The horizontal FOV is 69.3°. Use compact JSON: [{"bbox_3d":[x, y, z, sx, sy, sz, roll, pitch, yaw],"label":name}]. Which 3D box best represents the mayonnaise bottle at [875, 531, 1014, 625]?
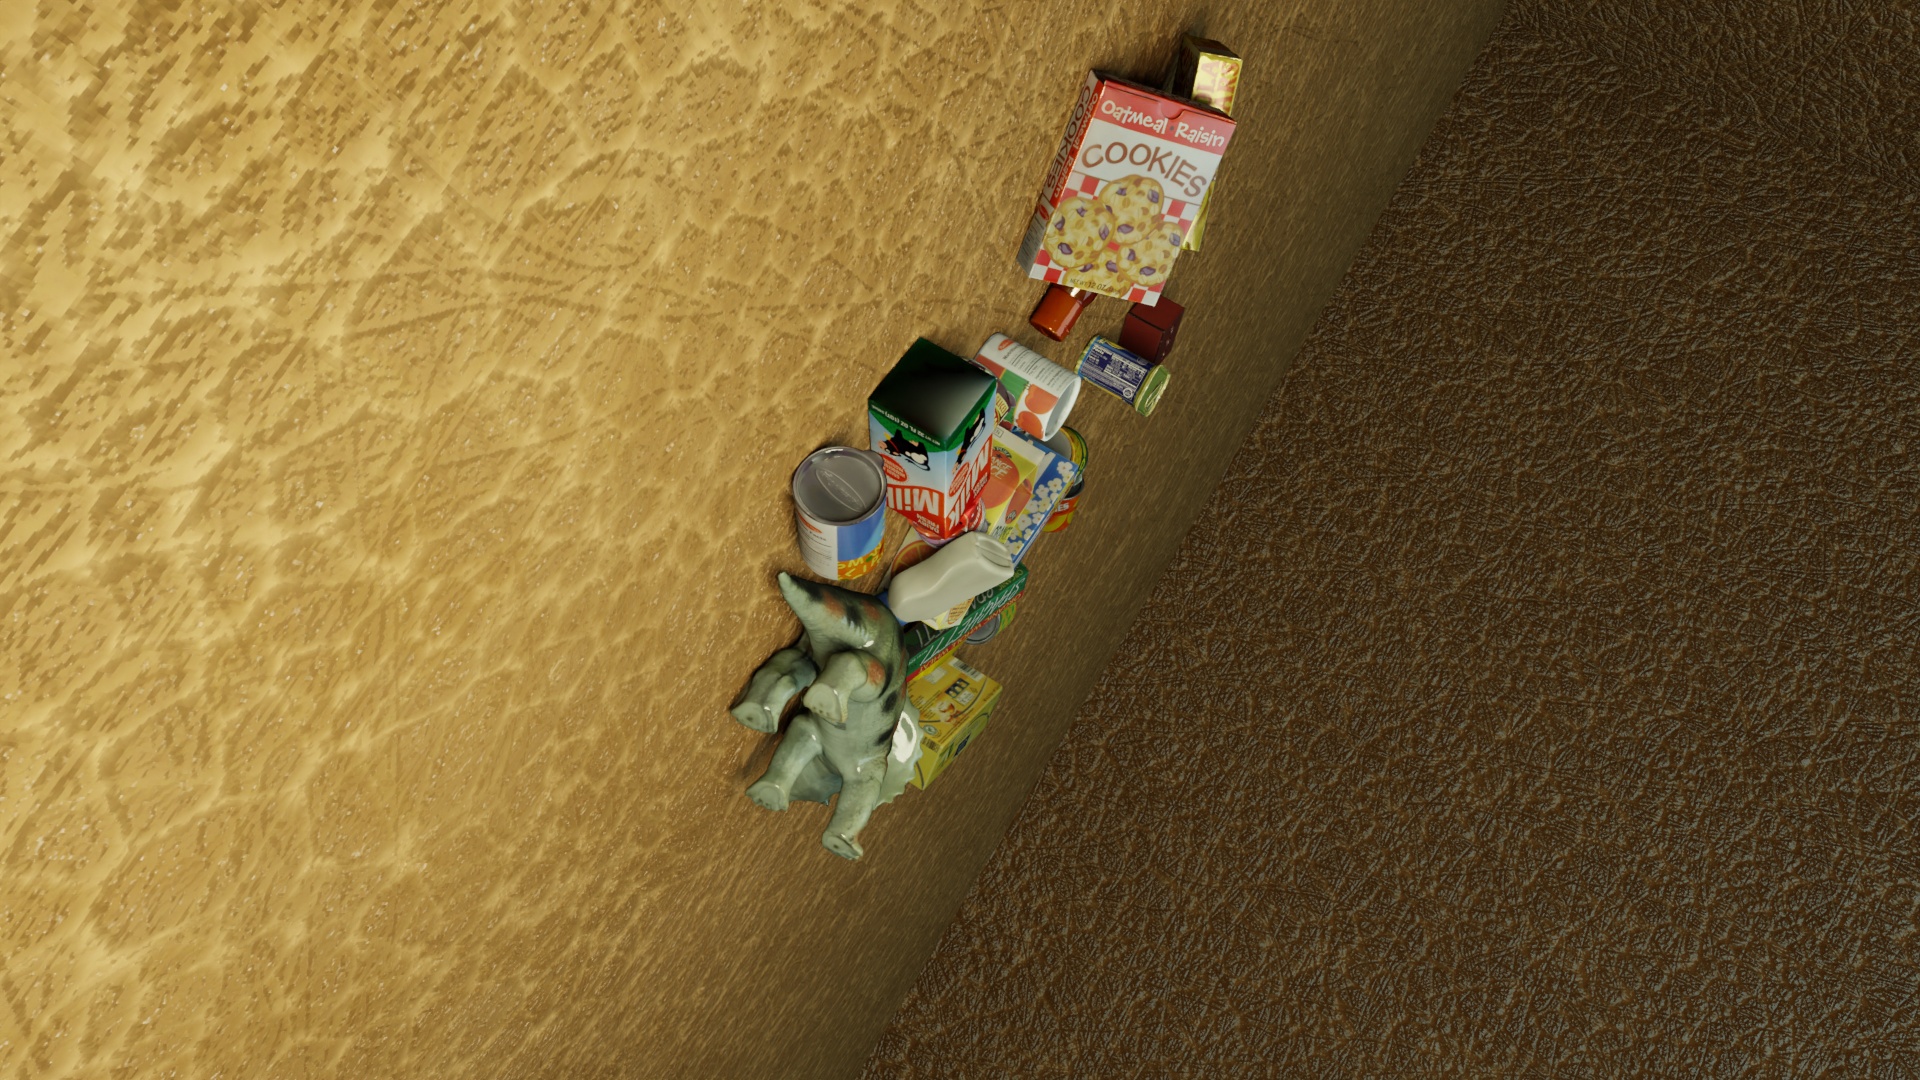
[{"bbox_3d":[-0.027,0.042,1.246,0.147,0.041,0.064,-29,147,28],"label":"mayonnaise bottle"}]

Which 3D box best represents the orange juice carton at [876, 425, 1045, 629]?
[{"bbox_3d":[0.005,-0.016,1.312,0.192,0.072,0.073,-61,166,7],"label":"orange juice carton"}]

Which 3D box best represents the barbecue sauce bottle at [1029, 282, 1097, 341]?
[{"bbox_3d":[0.118,-0.254,1.280,0.148,0.044,0.065,-58,170,-3],"label":"barbecue sauce bottle"}]

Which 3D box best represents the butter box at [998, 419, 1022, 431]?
[{"bbox_3d":[0.067,-0.137,1.381,0.053,0.024,0.104,-63,165,15],"label":"butter box"}]

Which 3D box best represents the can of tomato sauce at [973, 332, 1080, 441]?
[{"bbox_3d":[0.054,-0.133,1.221,0.071,0.083,0.071,-54,164,-22],"label":"can of tomato sauce"}]

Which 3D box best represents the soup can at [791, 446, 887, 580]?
[{"bbox_3d":[-0.084,-0.020,1.007,0.071,0.071,0.083,-52,165,-26],"label":"soup can"}]

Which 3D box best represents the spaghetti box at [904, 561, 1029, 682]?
[{"bbox_3d":[-0.025,0.098,1.420,0.251,0.029,0.050,-35,156,-30],"label":"spaghetti box"}]

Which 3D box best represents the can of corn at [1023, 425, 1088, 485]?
[{"bbox_3d":[0.100,-0.091,1.494,0.071,0.071,0.058,-62,165,9],"label":"can of corn"}]

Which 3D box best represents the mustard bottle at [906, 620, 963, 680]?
[{"bbox_3d":[-0.030,0.105,1.486,0.161,0.049,0.065,-44,159,-45],"label":"mustard bottle"}]

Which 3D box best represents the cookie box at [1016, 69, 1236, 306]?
[{"bbox_3d":[0.134,-0.283,1.129,0.040,0.123,0.166,-114,-141,-51],"label":"cookie box"}]

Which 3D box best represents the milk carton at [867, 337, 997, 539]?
[{"bbox_3d":[-0.022,-0.068,1.114,0.074,0.072,0.189,-53,165,-24],"label":"milk carton"}]

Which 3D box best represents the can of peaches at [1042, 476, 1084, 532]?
[{"bbox_3d":[0.102,-0.050,1.591,0.071,0.071,0.057,-47,162,-41],"label":"can of peaches"}]

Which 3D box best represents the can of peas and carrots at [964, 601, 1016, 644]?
[{"bbox_3d":[0.023,0.081,1.586,0.070,0.071,0.059,-65,165,22],"label":"can of peas and carrots"}]

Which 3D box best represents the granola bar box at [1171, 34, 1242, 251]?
[{"bbox_3d":[0.205,-0.352,1.229,0.125,0.039,0.164,-87,-174,-64],"label":"granola bar box"}]

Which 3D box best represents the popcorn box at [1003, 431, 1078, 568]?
[{"bbox_3d":[0.049,-0.041,1.388,0.127,0.085,0.038,-54,166,-22],"label":"popcorn box"}]

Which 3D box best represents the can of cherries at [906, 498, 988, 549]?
[{"bbox_3d":[-0.012,-0.029,1.232,0.071,0.071,0.058,-58,165,-7],"label":"can of cherries"}]

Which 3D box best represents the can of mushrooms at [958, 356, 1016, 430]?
[{"bbox_3d":[0.008,-0.114,1.128,0.033,0.071,0.070,-51,164,-24],"label":"can of mushrooms"}]
